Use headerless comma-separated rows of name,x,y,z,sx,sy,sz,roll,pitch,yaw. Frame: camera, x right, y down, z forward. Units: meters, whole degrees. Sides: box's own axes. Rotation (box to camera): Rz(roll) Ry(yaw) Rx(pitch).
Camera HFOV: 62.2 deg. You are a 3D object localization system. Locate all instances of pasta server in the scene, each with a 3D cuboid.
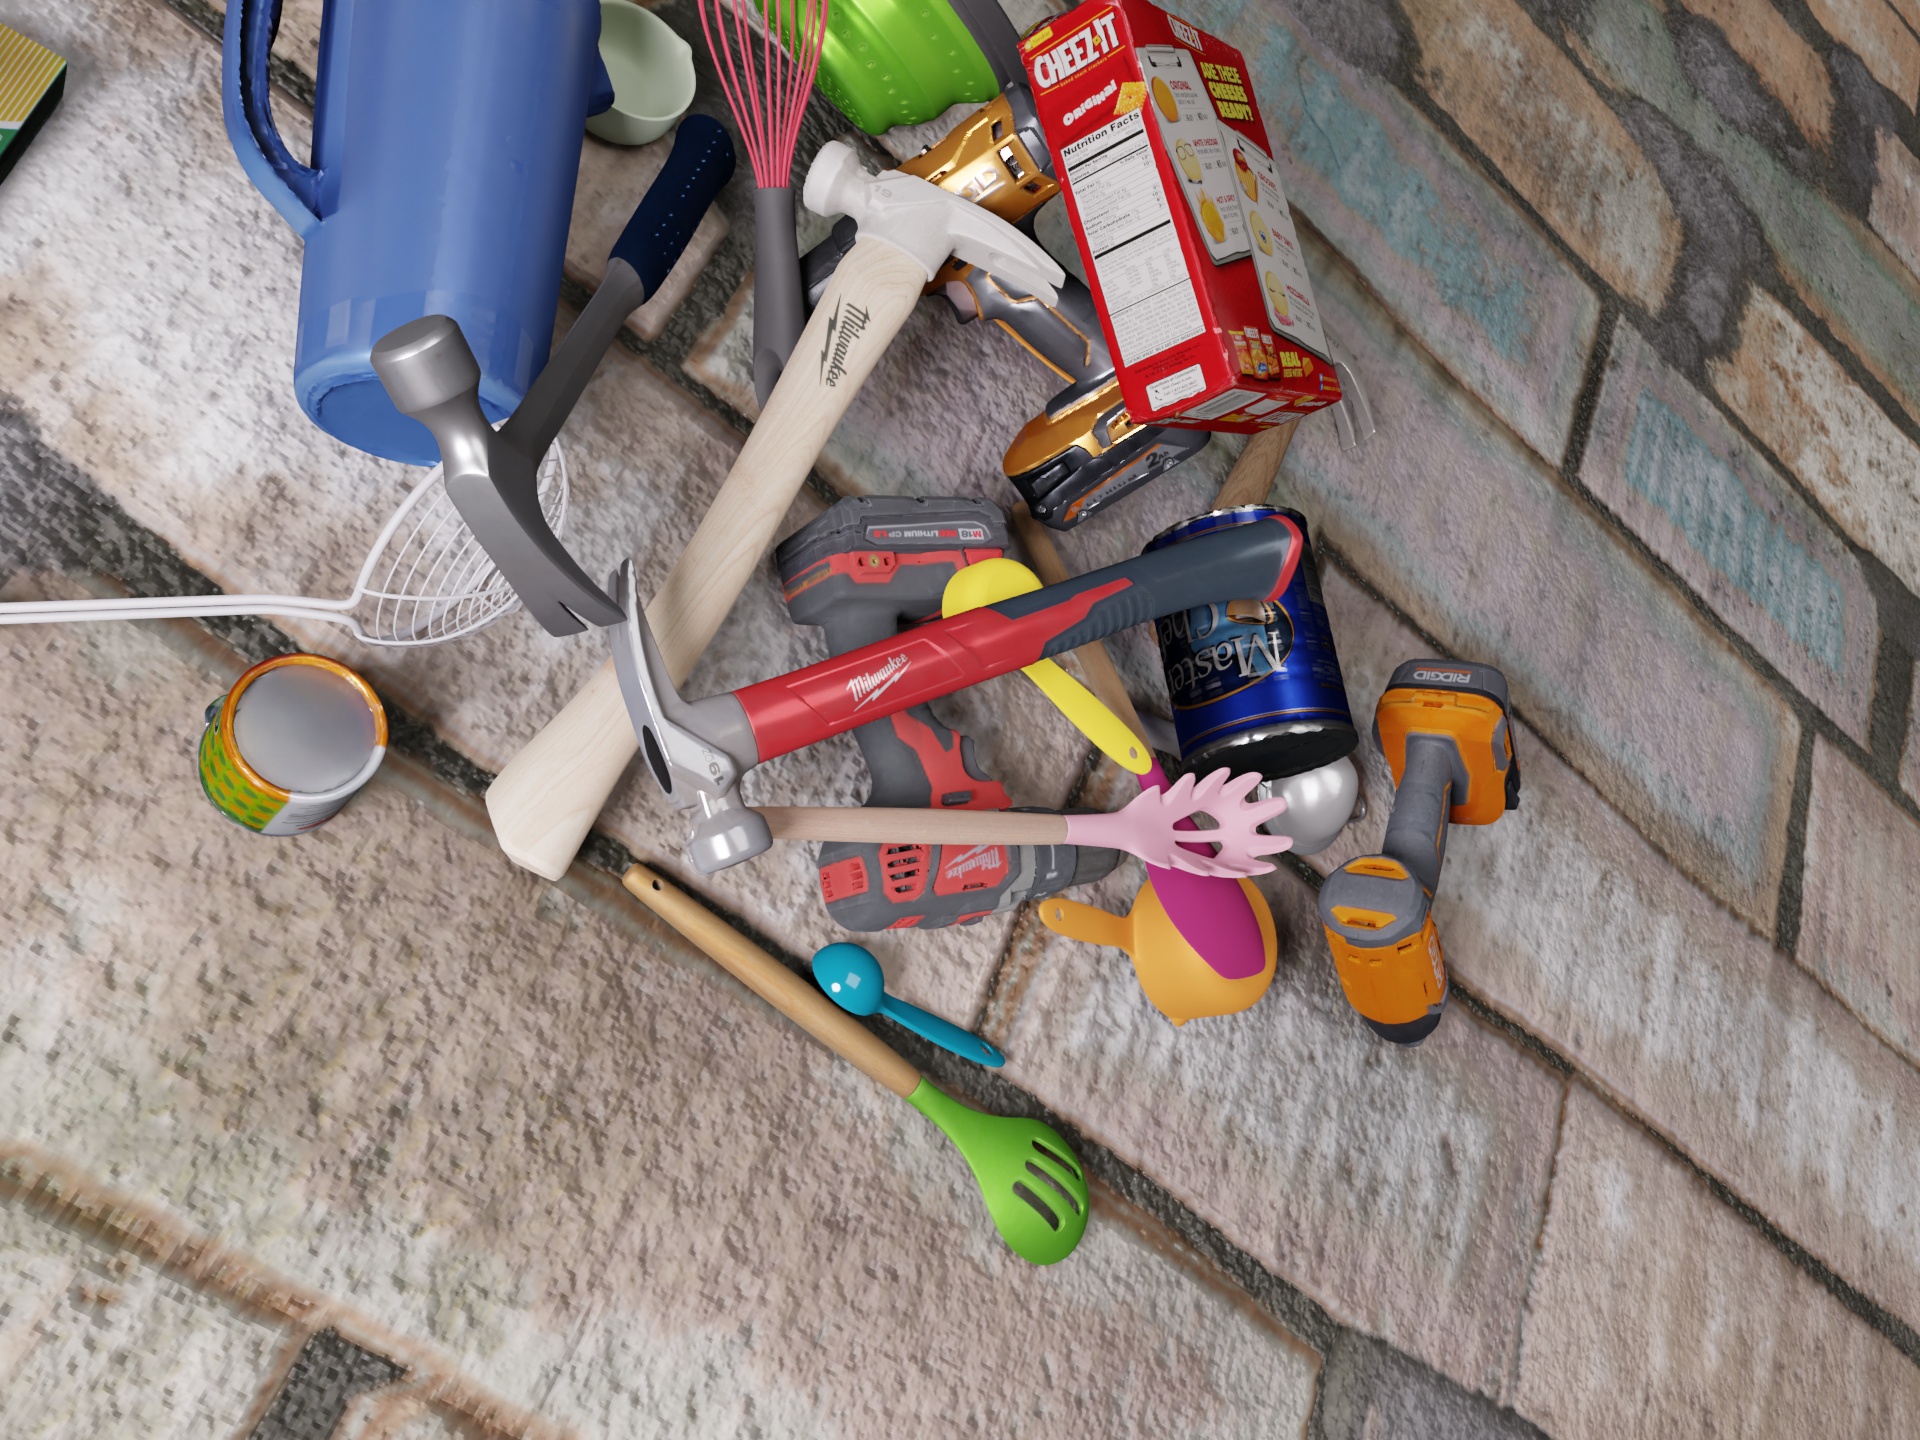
pasta server,0.032,0.053,0.806,0.316,0.040,0.060,4,71,-28

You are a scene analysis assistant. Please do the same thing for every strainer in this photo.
strainer,0.172,0.025,1.000,0.258,0.050,0.087,18,78,-25

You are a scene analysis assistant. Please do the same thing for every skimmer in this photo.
skimmer,-0.341,-0.071,0.657,0.363,0.127,0.090,-5,64,-24

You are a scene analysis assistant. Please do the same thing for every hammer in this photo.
hammer,-0.097,-0.102,0.788,0.146,0.038,0.411,27,73,3
hammer,0.018,-0.057,0.793,0.386,0.038,0.143,-21,90,-30
hammer,0.203,-0.167,1.095,0.130,0.031,0.331,40,56,-16
hammer,-0.160,-0.197,0.755,0.406,0.035,0.144,-82,156,-52

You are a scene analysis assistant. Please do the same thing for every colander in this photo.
colander,0.001,-0.361,0.955,0.094,0.204,0.397,-43,99,6

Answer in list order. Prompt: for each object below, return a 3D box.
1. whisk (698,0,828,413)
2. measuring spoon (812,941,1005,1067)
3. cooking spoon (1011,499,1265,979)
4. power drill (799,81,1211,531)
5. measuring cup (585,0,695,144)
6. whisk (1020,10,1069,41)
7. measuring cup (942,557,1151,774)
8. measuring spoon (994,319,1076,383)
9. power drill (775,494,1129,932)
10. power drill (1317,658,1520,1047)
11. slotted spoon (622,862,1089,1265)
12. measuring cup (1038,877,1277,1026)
whisk,-0.103,-0.310,0.869,0.073,0.073,0.295,-9,103,-36
measuring spoon,-0.020,0.147,0.823,0.128,0.021,0.042,32,20,-27
cooking spoon,0.096,0.003,0.918,0.068,0.017,0.319,-3,60,-41
power drill,0.020,-0.222,0.925,0.226,0.185,0.084,53,17,-22
measuring cup,-0.214,-0.398,0.890,0.083,0.038,0.167,-33,91,-38
whisk,0.032,-0.400,1.057,0.047,0.051,0.245,43,57,-21
measuring cup,0.056,-0.026,0.849,0.156,0.029,0.062,43,58,-17
measuring spoon,0.042,-0.247,1.029,0.116,0.011,0.021,31,58,-26
power drill,-0.001,-0.003,0.868,0.187,0.080,0.227,-4,79,-35
power drill,0.295,0.091,1.017,0.227,0.084,0.164,-62,143,-33
slotted spoon,-0.045,0.172,0.803,0.313,0.031,0.070,40,48,-14
measuring cup,0.116,0.118,0.892,0.173,0.052,0.095,20,64,-45
